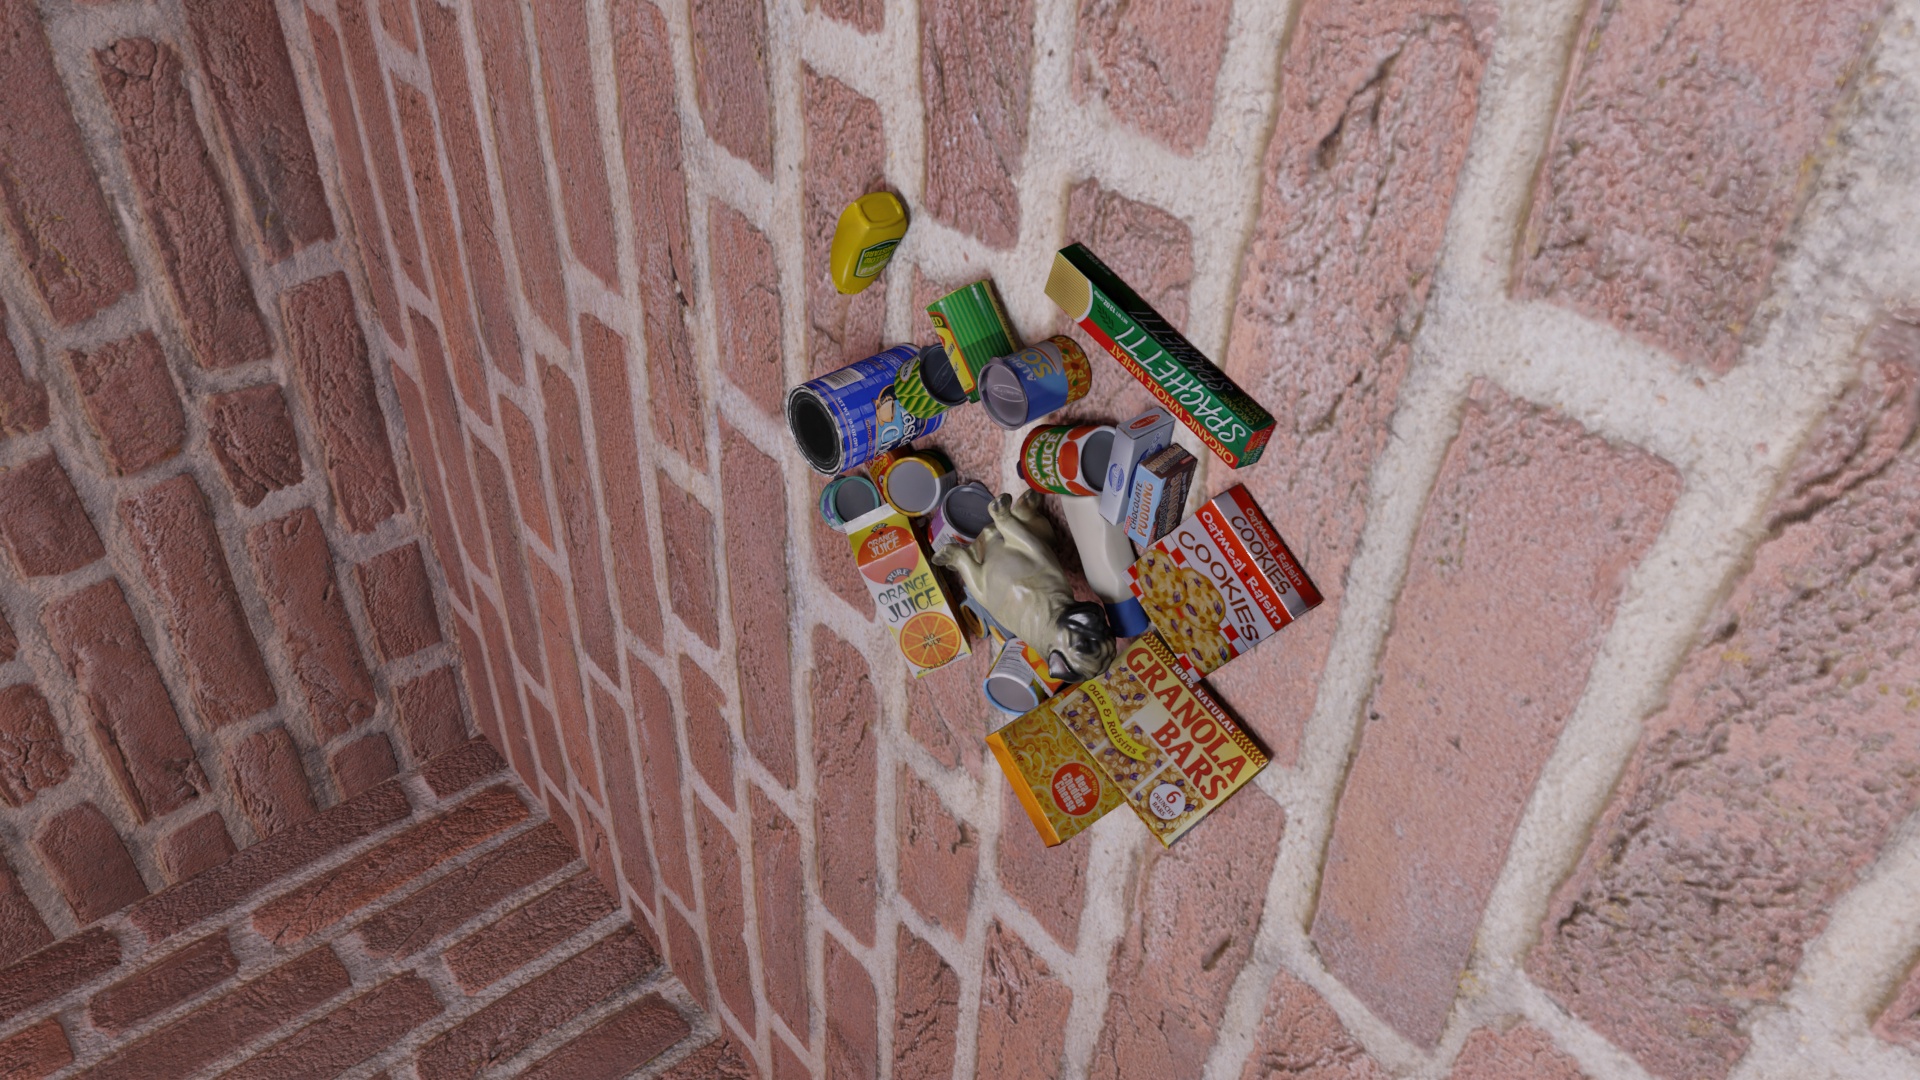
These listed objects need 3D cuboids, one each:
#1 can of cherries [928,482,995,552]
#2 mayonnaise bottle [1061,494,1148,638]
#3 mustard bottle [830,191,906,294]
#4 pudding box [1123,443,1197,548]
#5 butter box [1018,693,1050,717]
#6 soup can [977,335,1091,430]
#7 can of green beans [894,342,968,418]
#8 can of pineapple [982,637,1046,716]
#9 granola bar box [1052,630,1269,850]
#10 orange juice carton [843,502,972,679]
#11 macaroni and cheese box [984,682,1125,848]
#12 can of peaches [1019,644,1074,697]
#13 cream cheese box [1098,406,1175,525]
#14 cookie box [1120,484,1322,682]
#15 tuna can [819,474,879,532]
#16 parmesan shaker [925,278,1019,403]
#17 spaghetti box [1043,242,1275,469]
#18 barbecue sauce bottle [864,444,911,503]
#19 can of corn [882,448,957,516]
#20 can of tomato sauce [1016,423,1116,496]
[{"bbox_3d":[0.005,-0.019,1.478,0.071,0.072,0.058,53,147,15],"label":"can of cherries"},{"bbox_3d":[0.143,0.020,1.330,0.065,0.041,0.147,8,121,61],"label":"mayonnaise bottle"},{"bbox_3d":[-0.103,-0.296,1.436,0.049,0.065,0.159,62,154,13],"label":"mustard bottle"},{"bbox_3d":[0.176,-0.039,1.231,0.030,0.050,0.083,39,141,30],"label":"pudding box"},{"bbox_3d":[0.101,0.190,1.525,0.103,0.024,0.053,17,127,49],"label":"butter box"},{"bbox_3d":[0.068,-0.148,1.274,0.071,0.084,0.071,33,137,38],"label":"soup can"},{"bbox_3d":[-0.026,-0.162,1.416,0.057,0.071,0.071,-18,97,58],"label":"can of green beans"},{"bbox_3d":[0.065,0.149,1.496,0.071,0.058,0.070,17,137,17],"label":"can of pineapple"},{"bbox_3d":[0.187,0.186,1.306,0.166,0.124,0.039,49,172,21],"label":"granola bar box"},{"bbox_3d":[-0.058,0.050,1.548,0.073,0.072,0.192,-97,-18,-72],"label":"orange juice carton"},{"bbox_3d":[0.124,0.205,1.368,0.124,0.167,0.040,60,153,5],"label":"macaroni and cheese box"},{"bbox_3d":[0.105,0.122,1.436,0.058,0.071,0.071,49,145,22],"label":"can of peaches"},{"bbox_3d":[0.156,-0.065,1.237,0.024,0.053,0.103,42,142,33],"label":"cream cheese box"},{"bbox_3d":[0.226,0.040,1.226,0.123,0.040,0.166,57,148,10],"label":"cookie box"},{"bbox_3d":[-0.132,-0.046,1.650,0.032,0.071,0.071,-11,103,56],"label":"tuna can"},{"bbox_3d":[0.017,-0.190,1.330,0.071,0.071,0.103,-21,95,58],"label":"parmesan shaker"},{"bbox_3d":[0.165,-0.159,1.181,0.250,0.029,0.049,48,146,24],"label":"spaghetti box"},{"bbox_3d":[-0.096,-0.118,1.568,0.148,0.044,0.064,60,146,5],"label":"barbecue sauce bottle"},{"bbox_3d":[-0.046,-0.063,1.494,0.071,0.058,0.071,4,103,17],"label":"can of corn"},{"bbox_3d":[0.104,-0.075,1.288,0.083,0.071,0.071,6,117,53],"label":"can of tomato sauce"}]
